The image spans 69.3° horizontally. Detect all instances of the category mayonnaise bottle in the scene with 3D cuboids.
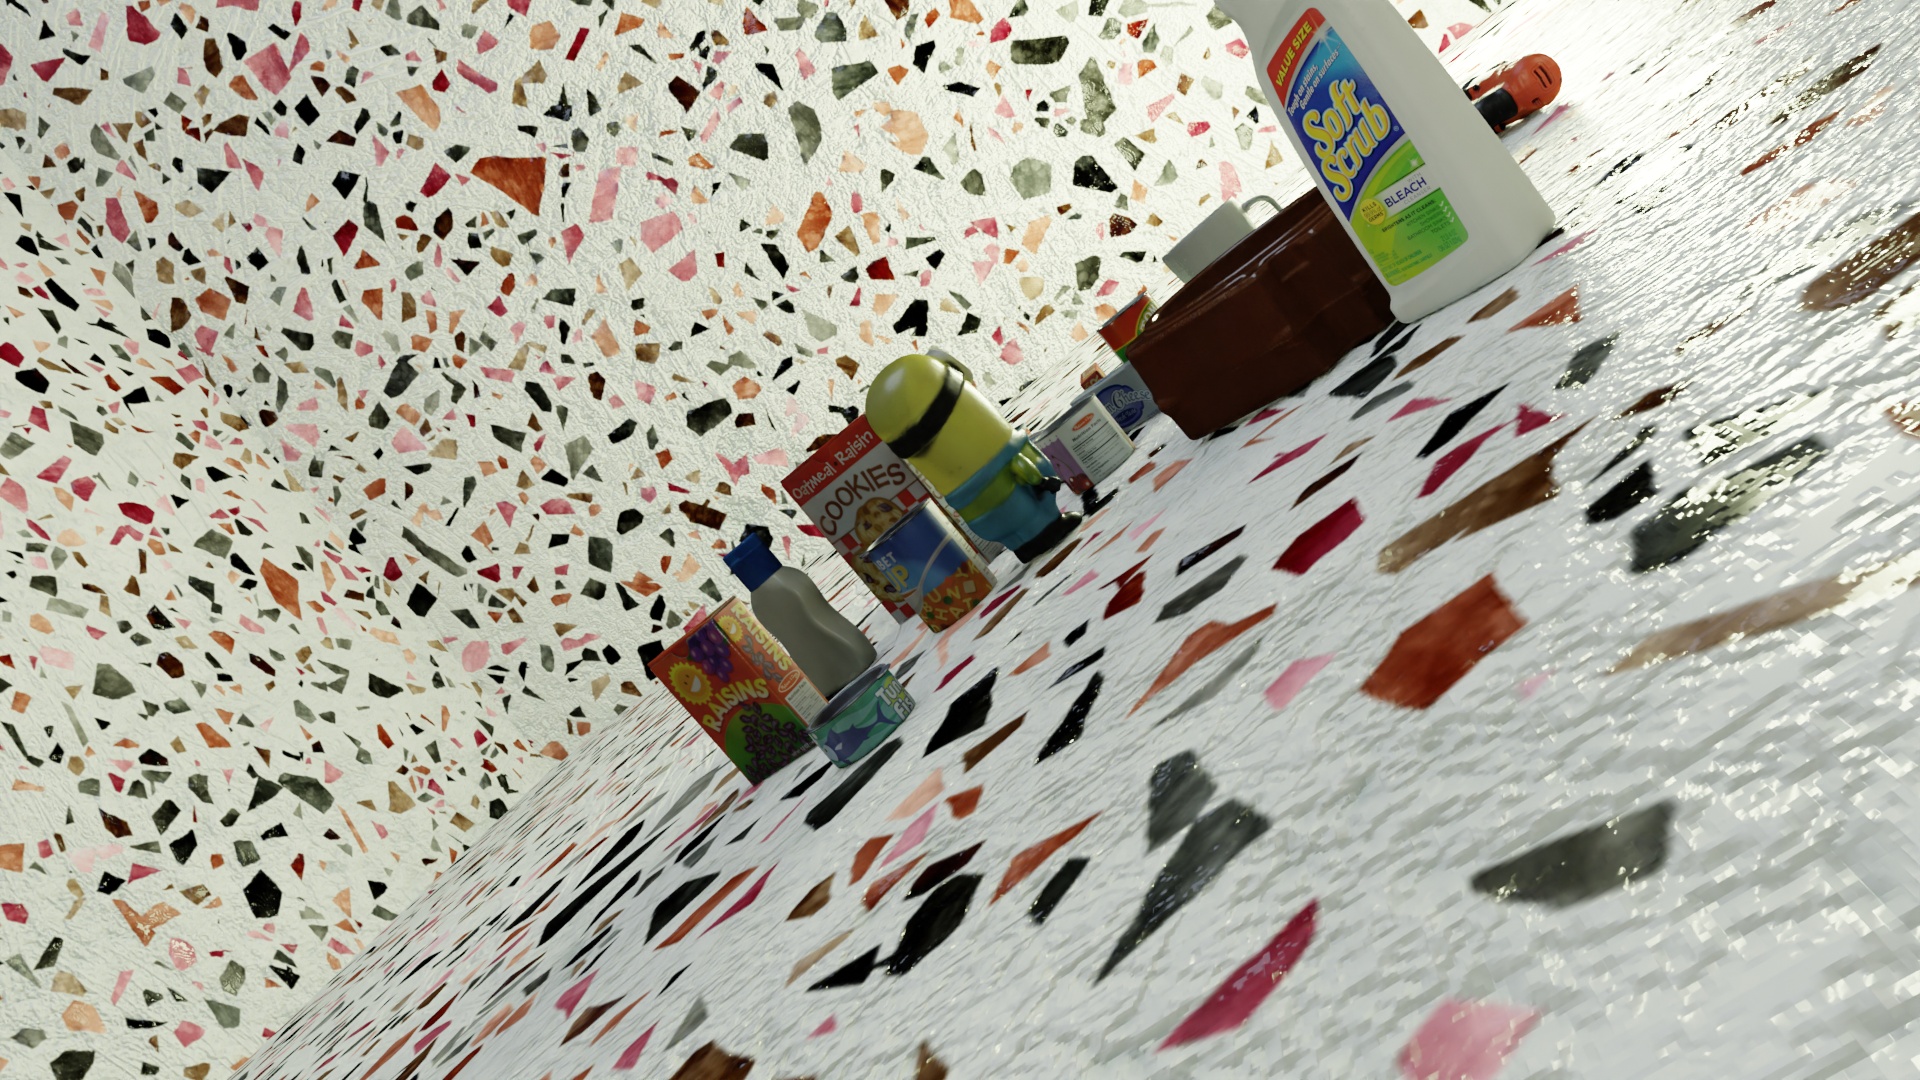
[{"bbox_3d":[-0.139,0.060,1.171,0.064,0.148,0.041,-36,7,31],"label":"mayonnaise bottle"}]

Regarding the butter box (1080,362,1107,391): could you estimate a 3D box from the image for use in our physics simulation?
[{"bbox_3d":[0.150,-0.157,1.459,0.024,0.053,0.104,-39,6,11],"label":"butter box"}]

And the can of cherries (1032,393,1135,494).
[{"bbox_3d":[0.103,-0.080,1.159,0.071,0.058,0.071,-39,6,5],"label":"can of cherries"}]

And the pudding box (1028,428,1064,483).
[{"bbox_3d":[0.085,-0.079,1.303,0.030,0.049,0.083,-41,6,-12],"label":"pudding box"}]

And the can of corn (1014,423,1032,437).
[{"bbox_3d":[0.055,-0.075,1.415,0.071,0.058,0.071,-39,6,5],"label":"can of corn"}]

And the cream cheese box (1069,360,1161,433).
[{"bbox_3d":[0.148,-0.128,1.259,0.024,0.053,0.103,-43,7,-33],"label":"cream cheese box"}]

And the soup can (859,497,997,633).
[{"bbox_3d":[-0.024,0.021,1.067,0.071,0.083,0.071,-39,6,5],"label":"soup can"}]

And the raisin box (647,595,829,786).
[{"bbox_3d":[-0.162,0.113,1.036,0.085,0.123,0.040,-36,7,35],"label":"raisin box"}]

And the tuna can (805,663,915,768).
[{"bbox_3d":[-0.061,0.110,0.882,0.071,0.033,0.071,-39,6,5],"label":"tuna can"}]

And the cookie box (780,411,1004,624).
[{"bbox_3d":[-0.061,-0.023,1.215,0.122,0.167,0.040,-35,7,36],"label":"cookie box"}]

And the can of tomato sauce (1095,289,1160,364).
[{"bbox_3d":[0.189,-0.201,1.402,0.071,0.083,0.071,-39,6,5],"label":"can of tomato sauce"}]
